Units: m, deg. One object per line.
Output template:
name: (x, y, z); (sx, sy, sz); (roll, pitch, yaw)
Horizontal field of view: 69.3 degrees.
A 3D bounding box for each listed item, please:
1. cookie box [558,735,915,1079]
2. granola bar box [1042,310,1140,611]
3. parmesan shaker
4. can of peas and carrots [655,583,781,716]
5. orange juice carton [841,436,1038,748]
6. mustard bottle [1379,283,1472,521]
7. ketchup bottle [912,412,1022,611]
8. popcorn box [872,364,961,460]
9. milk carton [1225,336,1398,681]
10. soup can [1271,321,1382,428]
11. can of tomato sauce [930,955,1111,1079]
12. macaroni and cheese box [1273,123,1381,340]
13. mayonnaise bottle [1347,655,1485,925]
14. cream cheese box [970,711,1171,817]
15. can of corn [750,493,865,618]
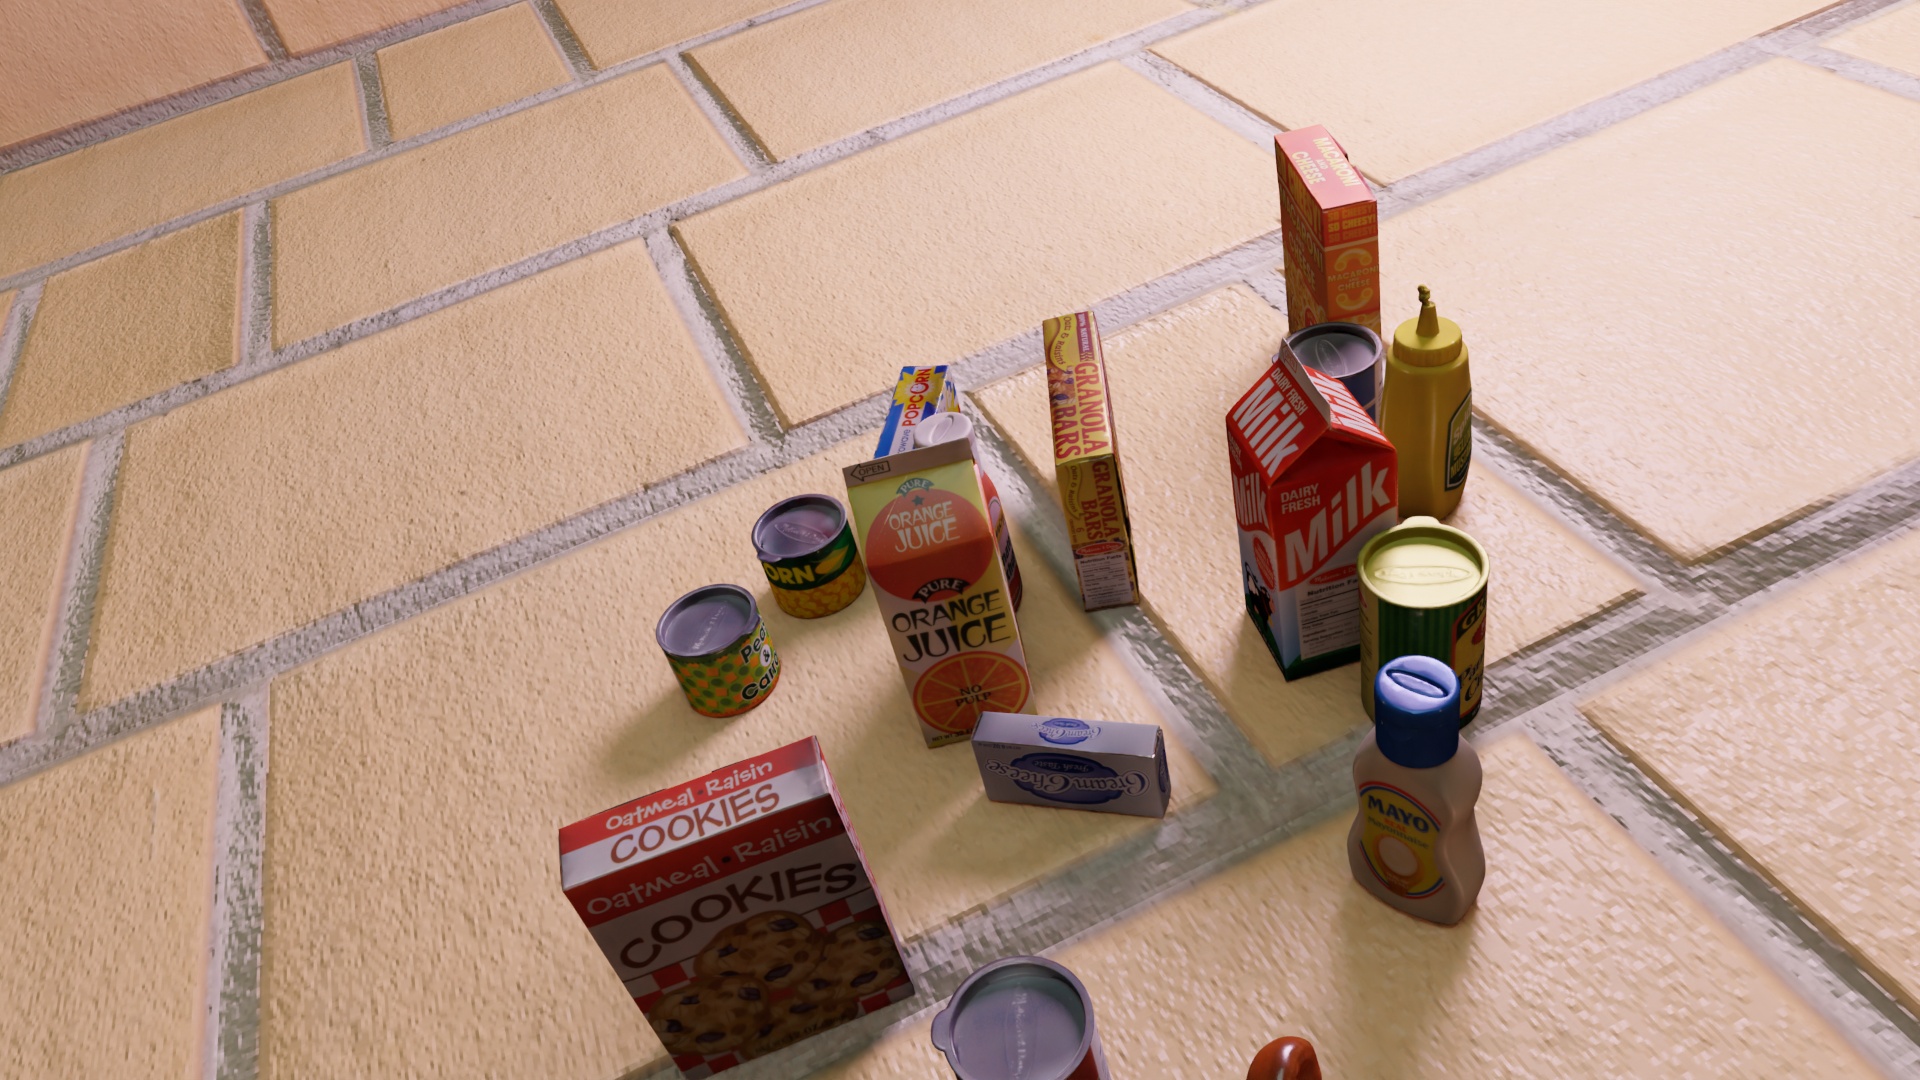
cookie box: (-0.102, 0.179, 0.662); (0.123, 0.166, 0.040); (-20, 39, -6)
granola bar box: (0.086, -0.055, 0.914); (0.039, 0.123, 0.166); (-9, 40, 8)
parmesan shaker: (0.251, 0.048, 0.755); (0.071, 0.102, 0.072); (-9, 40, 8)
can of peas and carrots: (-0.152, 0.071, 0.892); (0.071, 0.058, 0.071); (-9, 40, 8)
orange juice carton: (-0.010, 0.024, 0.797); (0.072, 0.191, 0.073); (-14, 39, 2)
mustard bottle: (0.288, -0.086, 0.858); (0.049, 0.159, 0.065); (16, 48, 33)
ketchup bottle: (0.003, -0.011, 0.868); (0.043, 0.148, 0.065); (5, 43, 23)
popcorn box: (-0.027, -0.054, 0.979); (0.038, 0.084, 0.127); (-3, 41, 15)
milk carton: (0.198, -0.018, 0.782); (0.073, 0.189, 0.073); (-16, 39, -1)
soup can: (0.249, -0.095, 0.940); (0.071, 0.083, 0.072); (-9, 40, 8)
can of tomato sauce: (0.031, 0.237, 0.618); (0.071, 0.082, 0.071); (-9, 40, 8)
macaroni and cheese box: (0.262, -0.192, 0.987); (0.040, 0.165, 0.124); (-12, 39, 4)
mayonnaise bottle: (0.213, 0.117, 0.650); (0.065, 0.147, 0.041); (23, 52, 37)
cream cheese box: (0.062, 0.123, 0.766); (0.104, 0.053, 0.024); (2, 42, 20)
can of corn: (-0.104, 0.012, 0.946); (0.071, 0.058, 0.071); (-9, 40, 8)
